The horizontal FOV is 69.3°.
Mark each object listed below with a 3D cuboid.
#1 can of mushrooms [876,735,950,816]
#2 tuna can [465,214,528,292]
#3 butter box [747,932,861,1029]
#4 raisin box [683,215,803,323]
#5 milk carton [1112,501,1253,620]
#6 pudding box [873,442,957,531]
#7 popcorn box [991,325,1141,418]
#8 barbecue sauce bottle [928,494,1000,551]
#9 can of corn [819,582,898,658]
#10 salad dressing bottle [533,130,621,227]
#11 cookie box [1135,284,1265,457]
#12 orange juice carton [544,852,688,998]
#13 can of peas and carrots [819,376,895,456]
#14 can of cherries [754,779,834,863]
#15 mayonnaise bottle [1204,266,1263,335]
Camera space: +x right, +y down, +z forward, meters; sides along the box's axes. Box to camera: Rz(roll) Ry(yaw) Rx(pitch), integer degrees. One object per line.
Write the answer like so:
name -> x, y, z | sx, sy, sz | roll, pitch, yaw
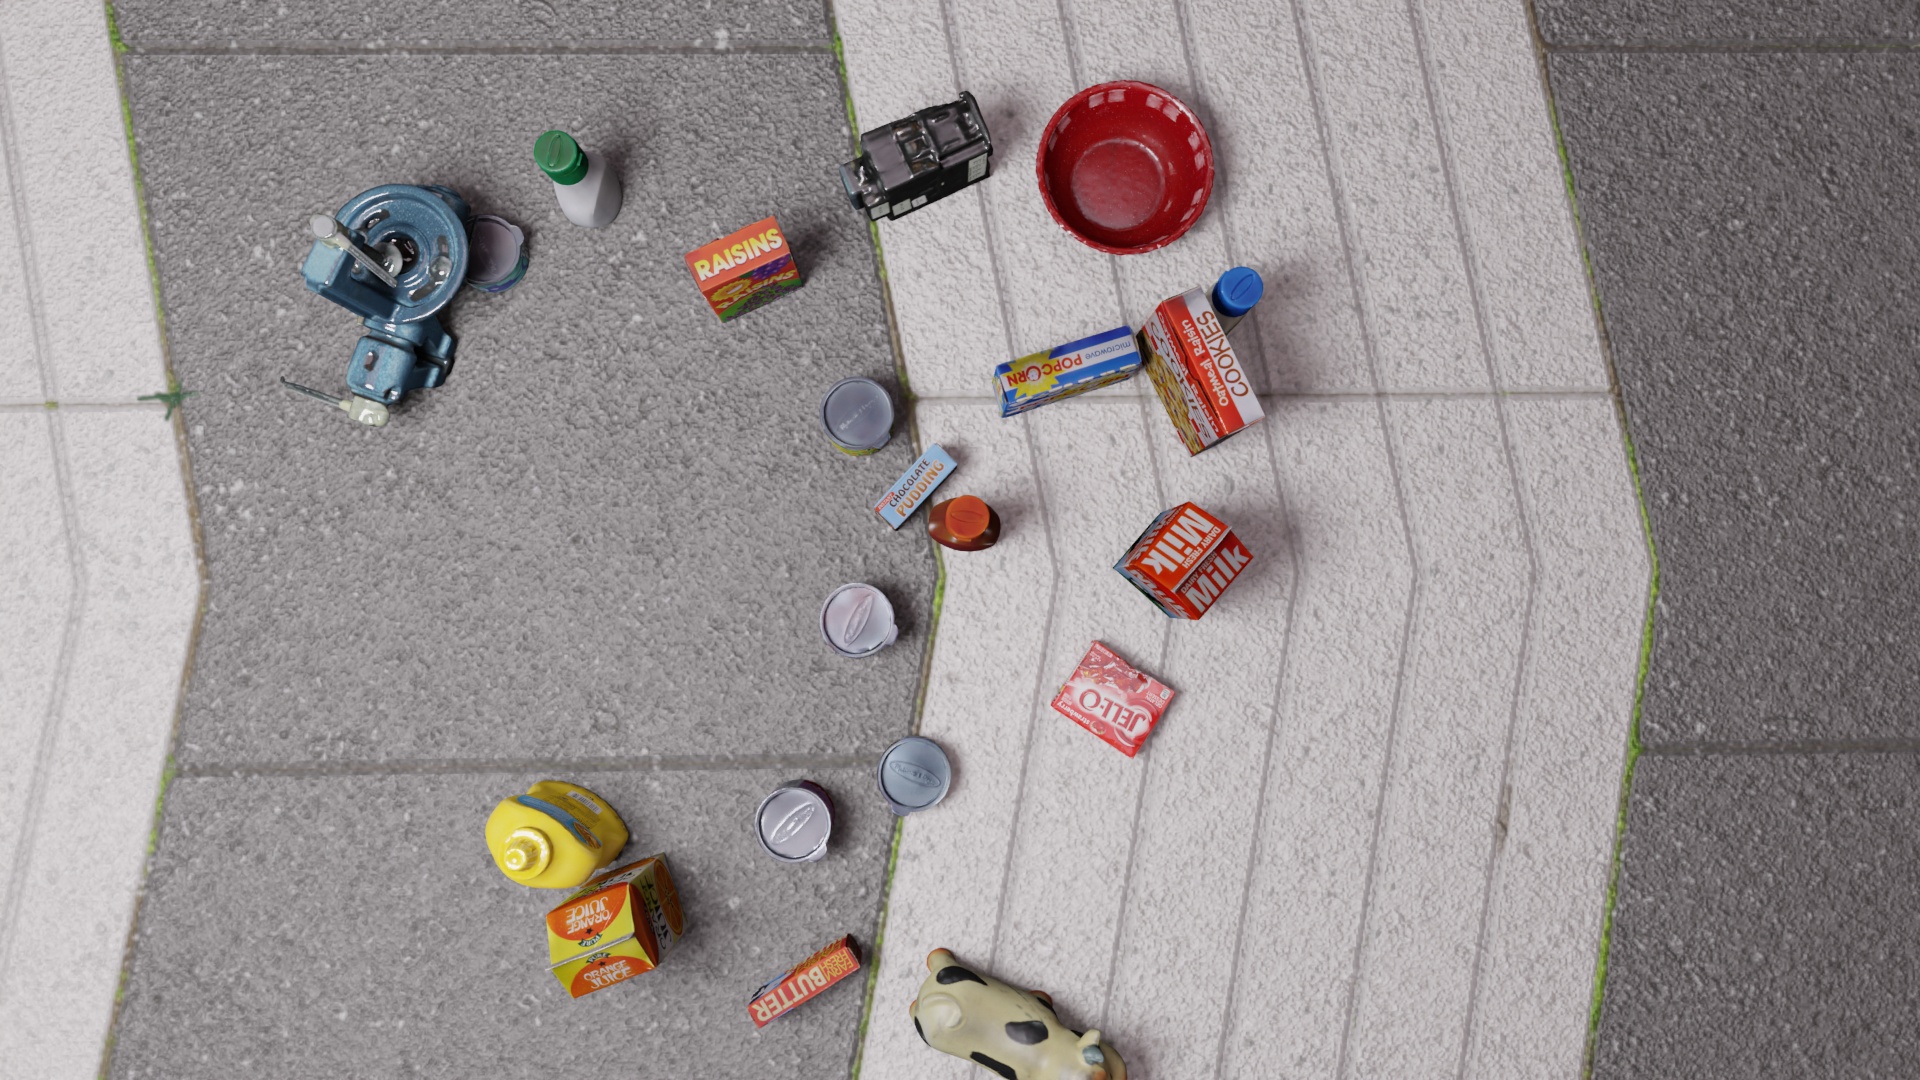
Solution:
can of mushrooms -> -0.043, 0.211, 1.249 | 0.071, 0.033, 0.071 | 0, 87, -1
tuna can -> -0.429, -0.263, 1.269 | 0.071, 0.033, 0.071 | 0, 87, -1
butter box -> -0.137, 0.388, 1.226 | 0.103, 0.053, 0.024 | -31, 88, -3
raisin box -> -0.189, -0.239, 1.228 | 0.086, 0.123, 0.040 | -24, 88, -2
milk carton -> 0.190, 0.019, 1.188 | 0.073, 0.190, 0.072 | 41, 87, 1
pudding box -> -0.041, -0.048, 1.257 | 0.030, 0.049, 0.084 | 43, 87, 1
popcorn box -> 0.094, -0.151, 1.249 | 0.127, 0.085, 0.038 | -17, 88, -2
barbecue sauce bottle -> 0.004, -0.015, 1.207 | 0.065, 0.148, 0.043 | 9, 87, -1
can of corn -> -0.089, 0.073, 1.244 | 0.071, 0.058, 0.071 | 0, 87, -1
salad dressing bottle -> -0.335, -0.318, 1.218 | 0.044, 0.147, 0.064 | 13, 87, -1
cookie box -> 0.203, -0.143, 1.210 | 0.040, 0.167, 0.123 | -26, 88, -2
orange juice carton -> -0.287, 0.321, 1.156 | 0.072, 0.192, 0.073 | -19, 88, -2
can of peas and carrots -> -0.090, -0.109, 1.255 | 0.071, 0.058, 0.071 | 0, 87, -1
can of cherries -> -0.145, 0.250, 1.231 | 0.071, 0.058, 0.071 | 0, 87, -1
mayonnaise bottle -> 0.232, -0.206, 1.225 | 0.041, 0.148, 0.065 | 41, 87, 1
